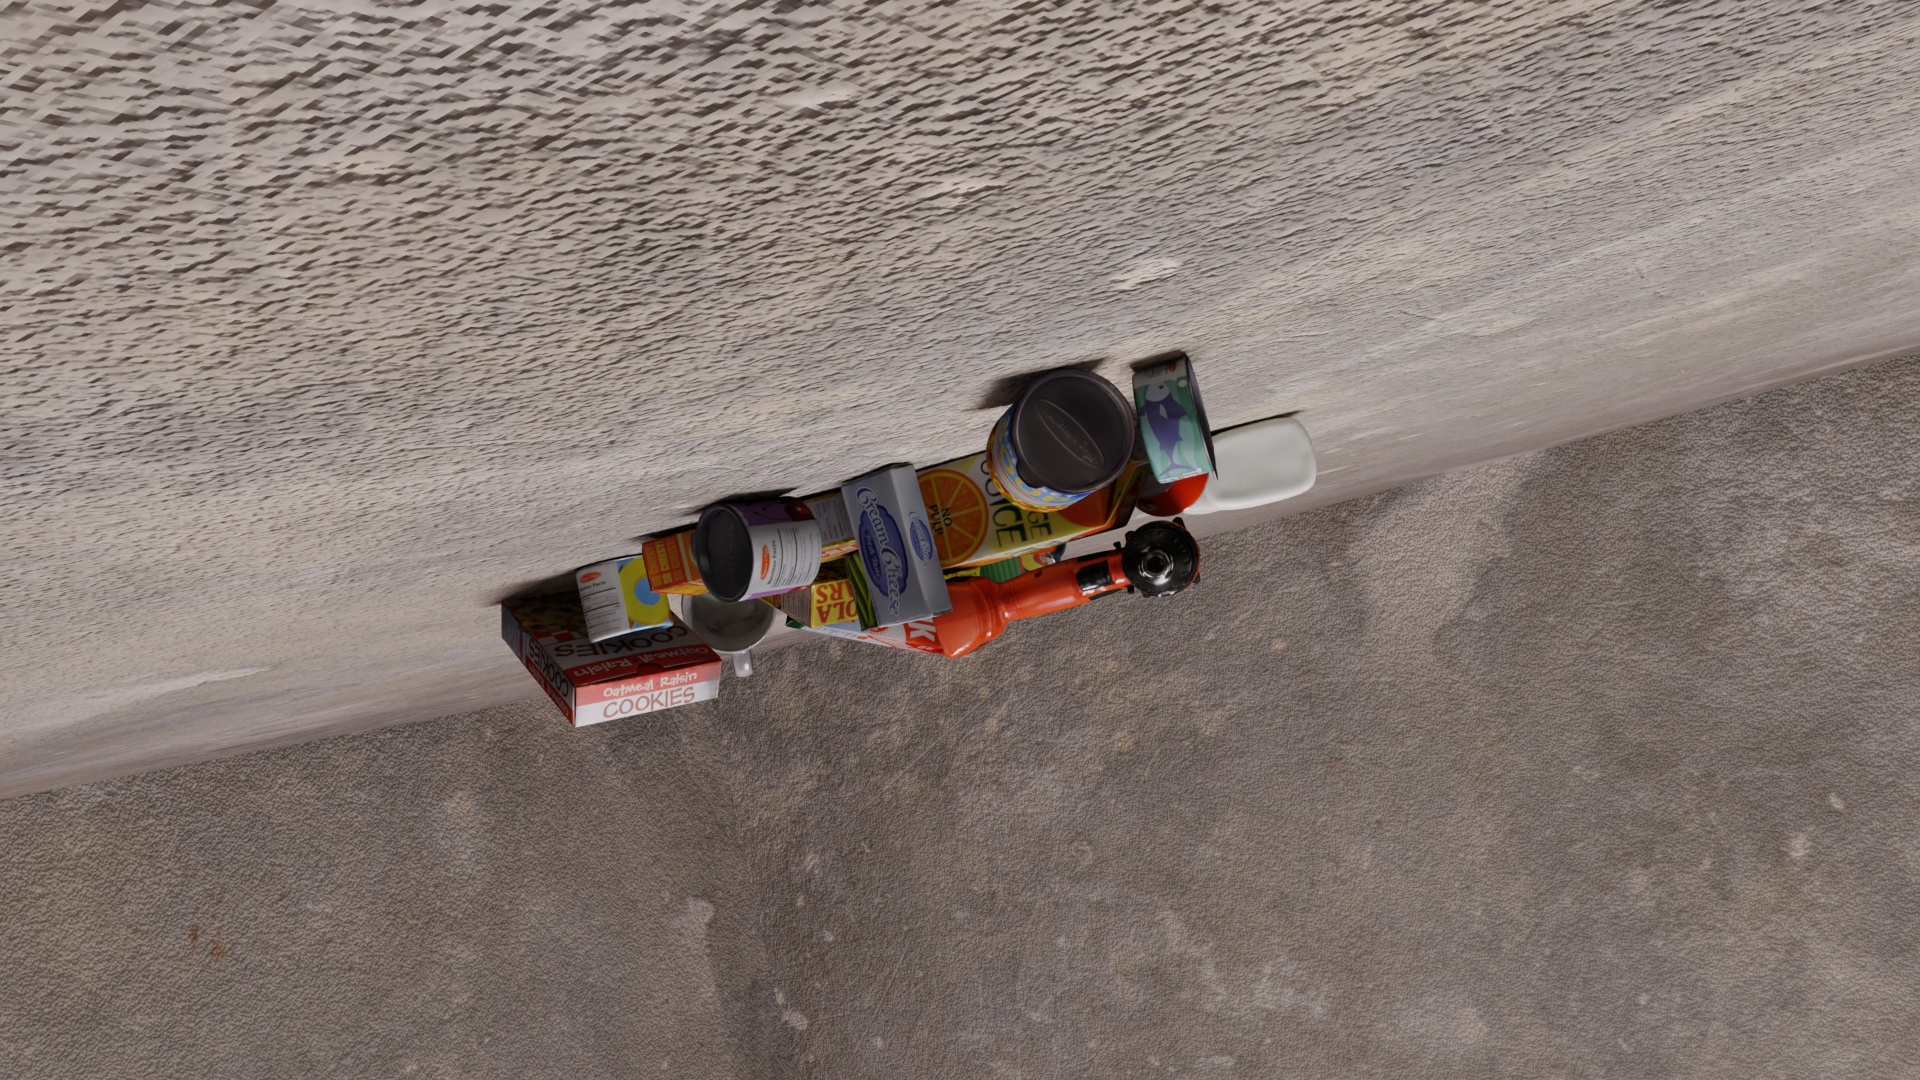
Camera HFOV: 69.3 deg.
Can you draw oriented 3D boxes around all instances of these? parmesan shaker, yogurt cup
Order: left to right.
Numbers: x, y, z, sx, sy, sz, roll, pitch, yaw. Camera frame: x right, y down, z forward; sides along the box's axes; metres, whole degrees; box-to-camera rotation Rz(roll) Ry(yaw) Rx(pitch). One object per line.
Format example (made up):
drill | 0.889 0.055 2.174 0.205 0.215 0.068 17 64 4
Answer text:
parmesan shaker | 0.038 0.007 1.198 0.071 0.103 0.071 -14 175 -1
yogurt cup | 0.144 -0.054 1.022 0.072 0.072 0.054 -15 167 22

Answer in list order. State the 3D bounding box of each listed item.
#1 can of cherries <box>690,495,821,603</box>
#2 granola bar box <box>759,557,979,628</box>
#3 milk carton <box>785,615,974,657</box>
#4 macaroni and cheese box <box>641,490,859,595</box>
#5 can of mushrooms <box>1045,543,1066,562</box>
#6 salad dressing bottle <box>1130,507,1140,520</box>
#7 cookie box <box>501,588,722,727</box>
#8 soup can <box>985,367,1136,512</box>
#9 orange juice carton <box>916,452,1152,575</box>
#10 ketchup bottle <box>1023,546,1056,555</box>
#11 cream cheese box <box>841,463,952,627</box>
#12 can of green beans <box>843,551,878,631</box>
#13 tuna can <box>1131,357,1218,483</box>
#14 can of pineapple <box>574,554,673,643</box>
can of cherries | -0.136 0.004 0.923 0.058 0.071 0.071 -10 174 -43
granola bar box | -0.085 0.024 1.162 0.166 0.039 0.124 -10 -159 -36
milk carton | -0.072 0.066 1.385 0.191 0.072 0.073 12 169 -12
macaroni and cheese box | -0.137 0.001 1.028 0.166 0.040 0.123 -14 176 3
can of mushrooms | 0.070 -0.010 1.279 0.033 0.071 0.071 -14 175 25
salad dressing bottle | 0.118 -0.036 1.284 0.064 0.044 0.148 -20 172 29
cookie box | -0.289 0.088 1.143 0.123 0.040 0.168 -9 -153 -35
soup can | 0.050 -0.051 0.756 0.071 0.071 0.083 -12 175 -10
orange juice carton | 0.050 -0.030 0.978 0.192 0.073 0.072 -15 175 17
ketchup bottle | 0.004 -0.014 1.137 0.149 0.064 0.044 -5 -145 -4
cream cheese box | -0.044 0.004 0.934 0.053 0.104 0.024 -17 178 42
can of green beans | -0.050 0.033 1.053 0.071 0.058 0.071 -15 176 -1
tuna can | 0.121 -0.064 0.779 0.033 0.071 0.071 -14 175 15
can of pineapple | -0.262 0.046 1.090 0.071 0.058 0.071 -13 175 -1
